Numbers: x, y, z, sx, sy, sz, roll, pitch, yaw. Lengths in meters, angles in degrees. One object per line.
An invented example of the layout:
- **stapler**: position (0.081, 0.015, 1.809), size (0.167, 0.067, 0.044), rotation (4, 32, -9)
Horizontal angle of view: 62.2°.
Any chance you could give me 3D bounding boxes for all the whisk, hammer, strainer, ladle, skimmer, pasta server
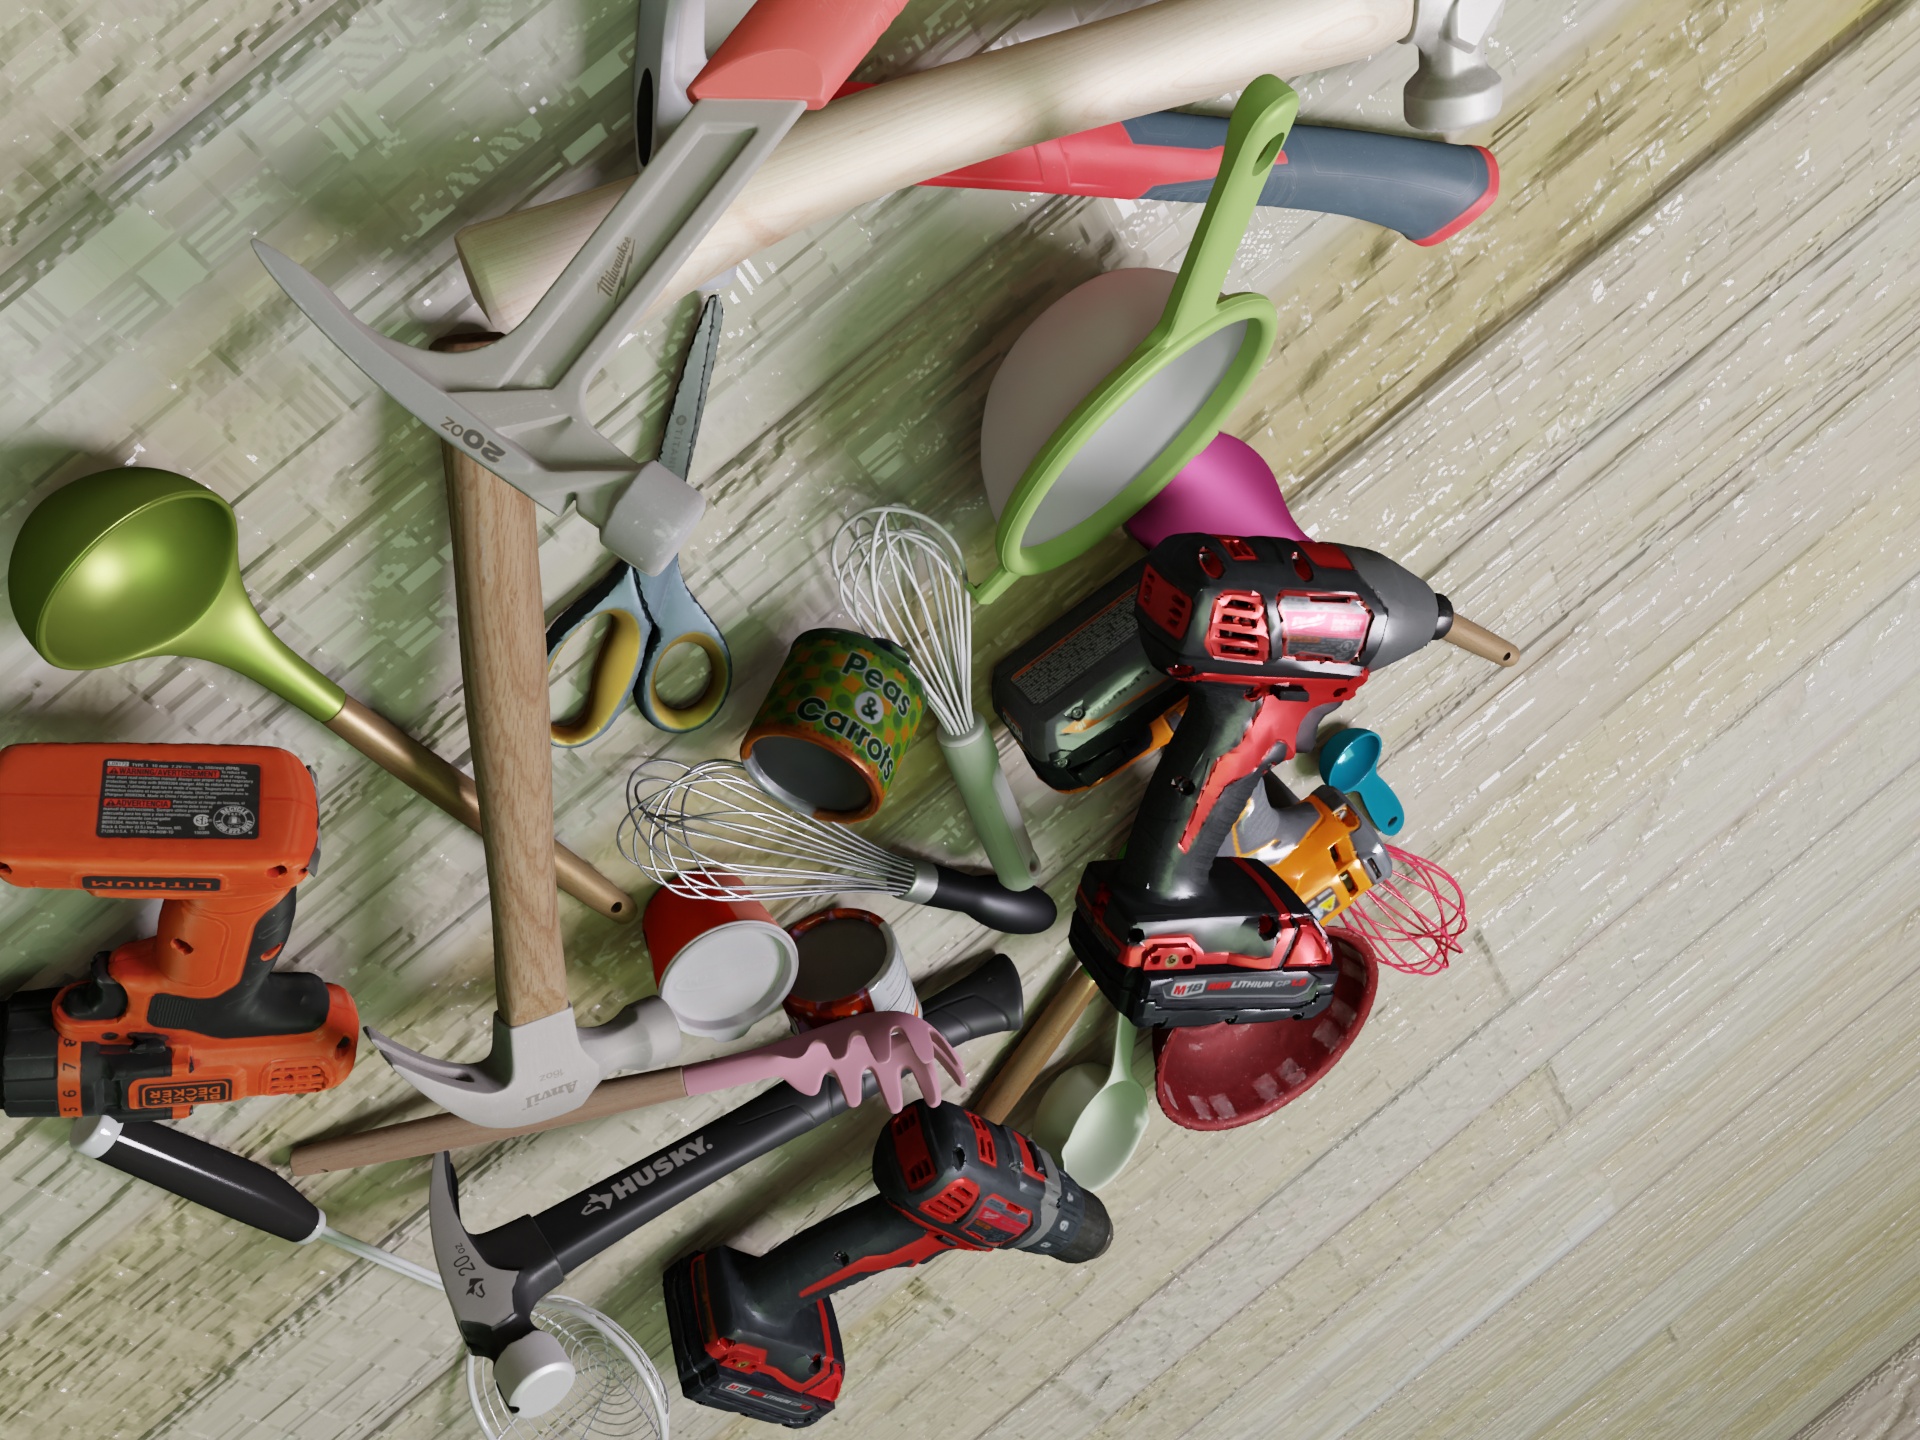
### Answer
- **whisk**: position (-0.046, 0.071, 0.778), size (0.284, 0.070, 0.070), rotation (20, 111, -44)
- **whisk**: position (-0.001, -0.002, 0.744), size (0.059, 0.058, 0.246), rotation (-6, 133, 17)
- **hammer**: position (-0.049, -0.228, 0.496), size (0.149, 0.037, 0.359), rotation (37, 86, -9)
- **hammer**: position (-0.104, 0.202, 0.808), size (0.335, 0.146, 0.035), rotation (-25, 133, -28)
- **hammer**: position (-0.178, 0.017, 0.626), size (0.130, 0.031, 0.331), rotation (-17, 119, -38)
- **strainer**: position (0.062, -0.157, 0.611), size (0.151, 0.069, 0.256), rotation (-37, 165, -23)
- **whisk**: position (0.218, 0.077, 0.935), size (0.073, 0.073, 0.295), rotation (-48, 126, 8)
- **hammer**: position (0.065, -0.239, 0.625), size (0.386, 0.038, 0.143), rotation (-6, 124, -27)
- **ladle**: position (-0.224, 0.013, 0.627), size (0.078, 0.062, 0.319), rotation (-49, 136, -7)
- **skimmer**: position (-0.279, 0.295, 0.774), size (0.127, 0.090, 0.362), rotation (-19, 136, 25)
- **pasta server**: position (-0.156, 0.182, 0.749), size (0.316, 0.040, 0.060), rotation (-11, 144, -4)
- **hammer**: position (0.022, -0.229, 0.558), size (0.410, 0.038, 0.146), rotation (-24, 127, -15)

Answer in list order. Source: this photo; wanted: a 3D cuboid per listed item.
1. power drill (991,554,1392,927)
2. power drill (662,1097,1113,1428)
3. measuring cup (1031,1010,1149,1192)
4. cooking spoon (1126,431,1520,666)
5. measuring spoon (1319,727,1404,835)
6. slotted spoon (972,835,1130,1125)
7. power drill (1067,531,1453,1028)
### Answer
- **power drill**: position (0.108, 0.047, 0.803), size (0.164, 0.084, 0.226), rotation (-36, 122, -1)
- **power drill**: position (-0.035, 0.311, 0.907), size (0.226, 0.080, 0.187), rotation (-37, 134, 14)
- **measuring cup**: position (0.083, 0.203, 0.964), size (0.083, 0.038, 0.167), rotation (-4, 107, -45)
- **cooking spoon**: position (0.203, -0.077, 0.837), size (0.318, 0.017, 0.068), rotation (18, 112, -37)
- **measuring spoon**: position (0.240, 0.038, 0.949), size (0.042, 0.021, 0.128), rotation (-47, 142, 0)
- **slotted spoon**: position (0.061, 0.165, 0.924), size (0.070, 0.031, 0.313), rotation (20, 113, -31)
- **power drill**: position (0.133, 0.024, 0.710), size (0.143, 0.079, 0.219), rotation (1, 115, -22)
